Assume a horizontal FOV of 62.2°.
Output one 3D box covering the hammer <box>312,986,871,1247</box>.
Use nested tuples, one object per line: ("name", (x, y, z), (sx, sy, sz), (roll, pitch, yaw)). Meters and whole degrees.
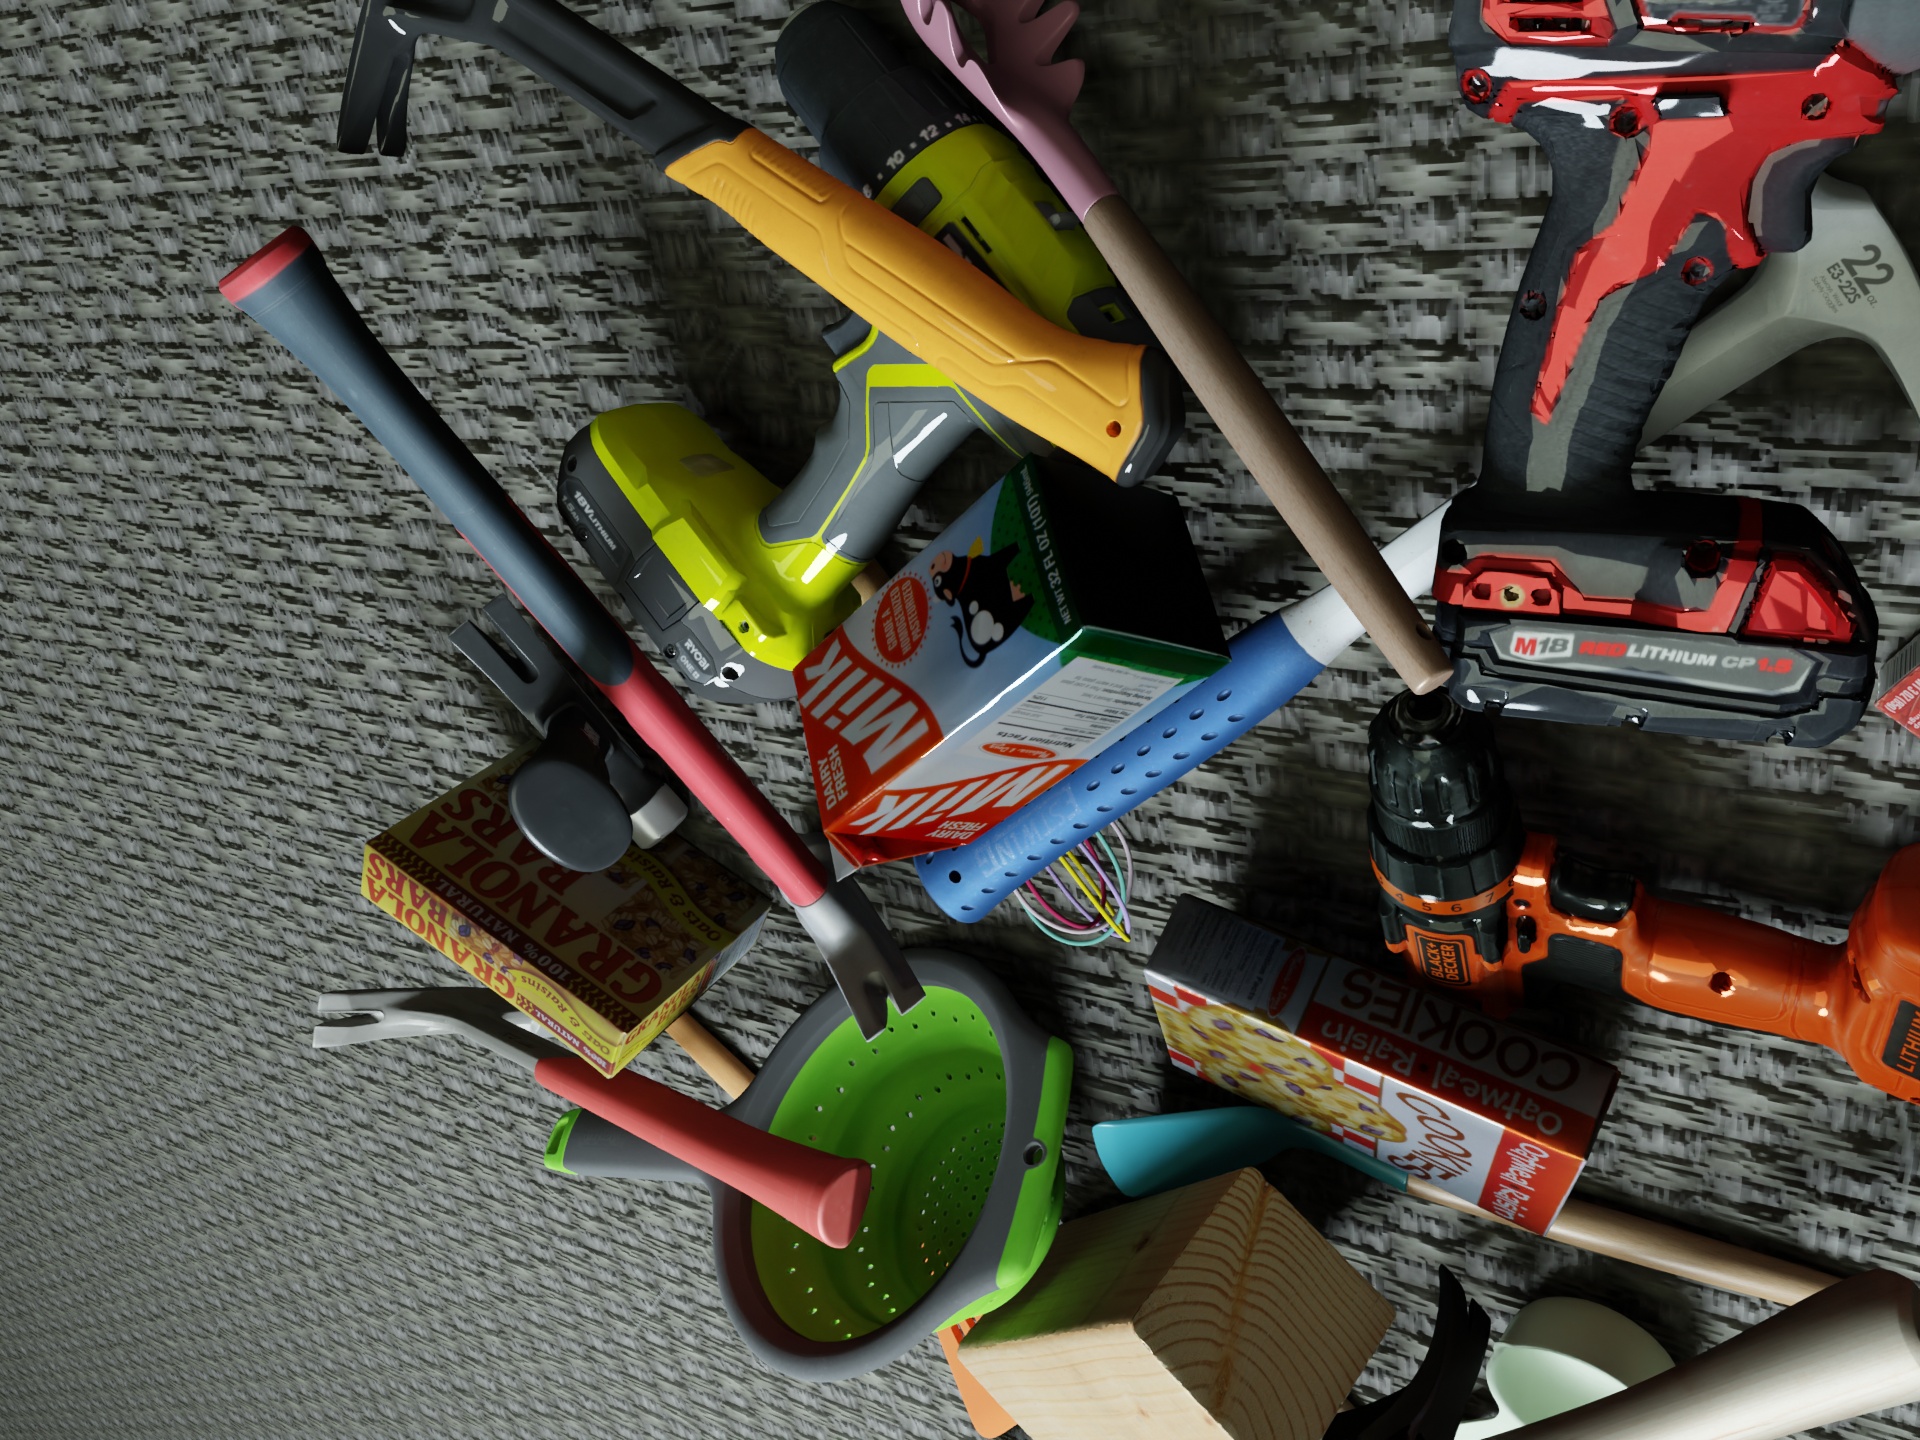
("hammer", (-0.181, 0.188, 0.799), (0.359, 0.149, 0.037), (9, 92, 45))

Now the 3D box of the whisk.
("whisk", (-0.001, -0.002, 0.691), (0.051, 0.047, 0.245), (-37, 89, 33))

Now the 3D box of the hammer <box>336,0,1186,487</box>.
("hammer", (-0.072, -0.176, 0.543), (0.337, 0.034, 0.127), (36, 115, 12))

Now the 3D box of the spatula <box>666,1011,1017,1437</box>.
("spatula", (-0.074, 0.258, 0.887), (0.322, 0.041, 0.081), (42, 118, 7))

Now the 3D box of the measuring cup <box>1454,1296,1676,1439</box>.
("measuring cup", (0.254, 0.303, 0.712), (0.083, 0.038, 0.167), (40, 144, 8))

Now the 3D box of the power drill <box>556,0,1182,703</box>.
("power drill", (-0.052, -0.132, 0.608), (0.228, 0.080, 0.190), (-41, 85, 31))

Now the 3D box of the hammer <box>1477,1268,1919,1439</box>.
("hammer", (0.196, 0.312, 0.633), (0.038, 0.146, 0.410), (49, 129, 5))

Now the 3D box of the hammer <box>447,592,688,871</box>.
("hammer", (-0.165, 0.012, 0.665), (0.146, 0.035, 0.335), (51, 173, -11))

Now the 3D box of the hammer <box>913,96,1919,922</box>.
("hammer", (0.133, -0.030, 0.557), (0.405, 0.035, 0.144), (-38, 94, 34))

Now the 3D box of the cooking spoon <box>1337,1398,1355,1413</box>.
("cooking spoon", (0.205, 0.362, 0.783), (0.319, 0.017, 0.068), (48, 139, 0))

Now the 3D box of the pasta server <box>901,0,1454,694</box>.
("pasta server", (0.061, -0.143, 0.490), (0.316, 0.060, 0.040), (60, 145, 20))

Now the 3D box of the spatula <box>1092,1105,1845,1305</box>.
("spatula", (0.214, 0.211, 0.672), (0.317, 0.044, 0.082), (10, 145, 26))

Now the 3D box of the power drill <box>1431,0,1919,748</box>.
("power drill", (0.200, -0.111, 0.423), (0.143, 0.078, 0.219), (7, 113, 23))

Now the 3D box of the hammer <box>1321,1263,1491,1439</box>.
("hammer", (0.097, 0.365, 0.774), (0.036, 0.149, 0.408), (50, 138, 5))

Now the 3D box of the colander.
("colander", (-0.076, 0.233, 0.821), (0.397, 0.205, 0.094), (-12, 142, 43))

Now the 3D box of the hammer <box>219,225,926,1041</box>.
("hammer", (-0.142, -0.024, 0.640), (0.386, 0.038, 0.143), (53, 178, -30))
